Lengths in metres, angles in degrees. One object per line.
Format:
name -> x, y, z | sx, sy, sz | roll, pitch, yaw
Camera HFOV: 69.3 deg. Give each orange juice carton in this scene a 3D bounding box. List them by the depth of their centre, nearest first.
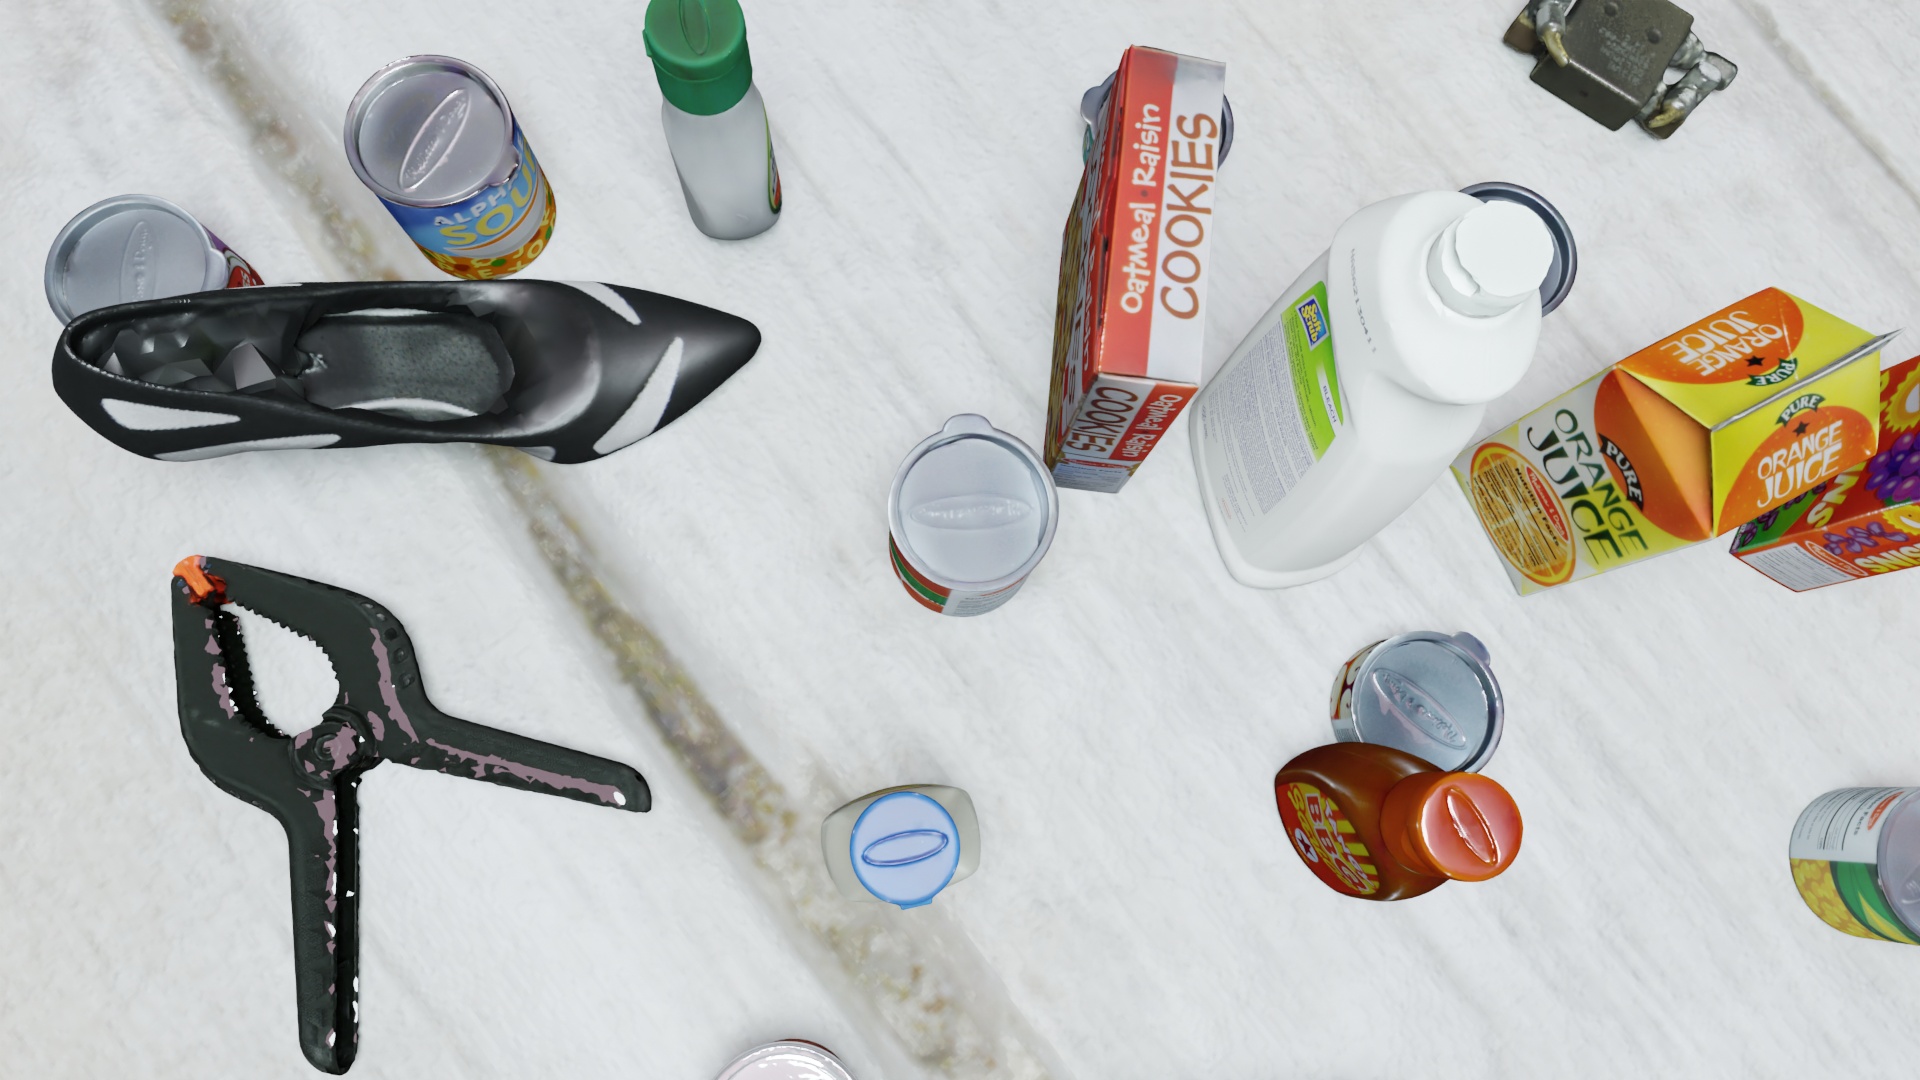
orange juice carton -> 0.274, -0.037, 0.544 | 0.072, 0.192, 0.073 | -25, 82, -8

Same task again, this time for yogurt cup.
yogurt cup -> -0.067, 0.227, 0.541 | 0.072, 0.054, 0.072 | 1, 79, -3

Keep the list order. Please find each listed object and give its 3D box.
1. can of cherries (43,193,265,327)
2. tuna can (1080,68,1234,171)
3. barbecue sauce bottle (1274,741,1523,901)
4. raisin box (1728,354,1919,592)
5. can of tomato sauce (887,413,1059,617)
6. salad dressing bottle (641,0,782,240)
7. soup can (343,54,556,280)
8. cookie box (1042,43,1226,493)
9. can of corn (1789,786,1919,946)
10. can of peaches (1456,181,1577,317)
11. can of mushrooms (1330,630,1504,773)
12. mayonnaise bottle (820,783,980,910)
can of cherries -> -0.334, -0.103, 0.588 | 0.071, 0.058, 0.071 | 1, 79, -3
tuna can -> 0.088, -0.187, 0.644 | 0.071, 0.032, 0.071 | 1, 79, -3
barbecue sauce bottle -> 0.165, 0.108, 0.531 | 0.044, 0.148, 0.065 | -27, 82, -8
raisin box -> 0.393, -0.030, 0.585 | 0.040, 0.123, 0.086 | 31, 79, 3
can of tomato sauce -> 0.002, -0.007, 0.577 | 0.071, 0.083, 0.071 | 1, 79, -3
salad dressing bottle -> -0.100, -0.173, 0.571 | 0.044, 0.147, 0.064 | -12, 80, -5
soup can -> -0.212, -0.154, 0.593 | 0.071, 0.083, 0.071 | 1, 79, -3
cookie box -> 0.064, -0.098, 0.556 | 0.040, 0.167, 0.123 | 6, 79, -2
can of corn -> 0.400, 0.139, 0.586 | 0.071, 0.058, 0.071 | 1, 79, -3
can of peaches -> 0.230, -0.118, 0.626 | 0.071, 0.058, 0.071 | 1, 79, -3
can of mushrooms -> 0.197, 0.072, 0.599 | 0.071, 0.033, 0.071 | 1, 79, -3
mayonnaise bottle -> -0.022, 0.112, 0.519 | 0.065, 0.148, 0.041 | -11, 80, -5
